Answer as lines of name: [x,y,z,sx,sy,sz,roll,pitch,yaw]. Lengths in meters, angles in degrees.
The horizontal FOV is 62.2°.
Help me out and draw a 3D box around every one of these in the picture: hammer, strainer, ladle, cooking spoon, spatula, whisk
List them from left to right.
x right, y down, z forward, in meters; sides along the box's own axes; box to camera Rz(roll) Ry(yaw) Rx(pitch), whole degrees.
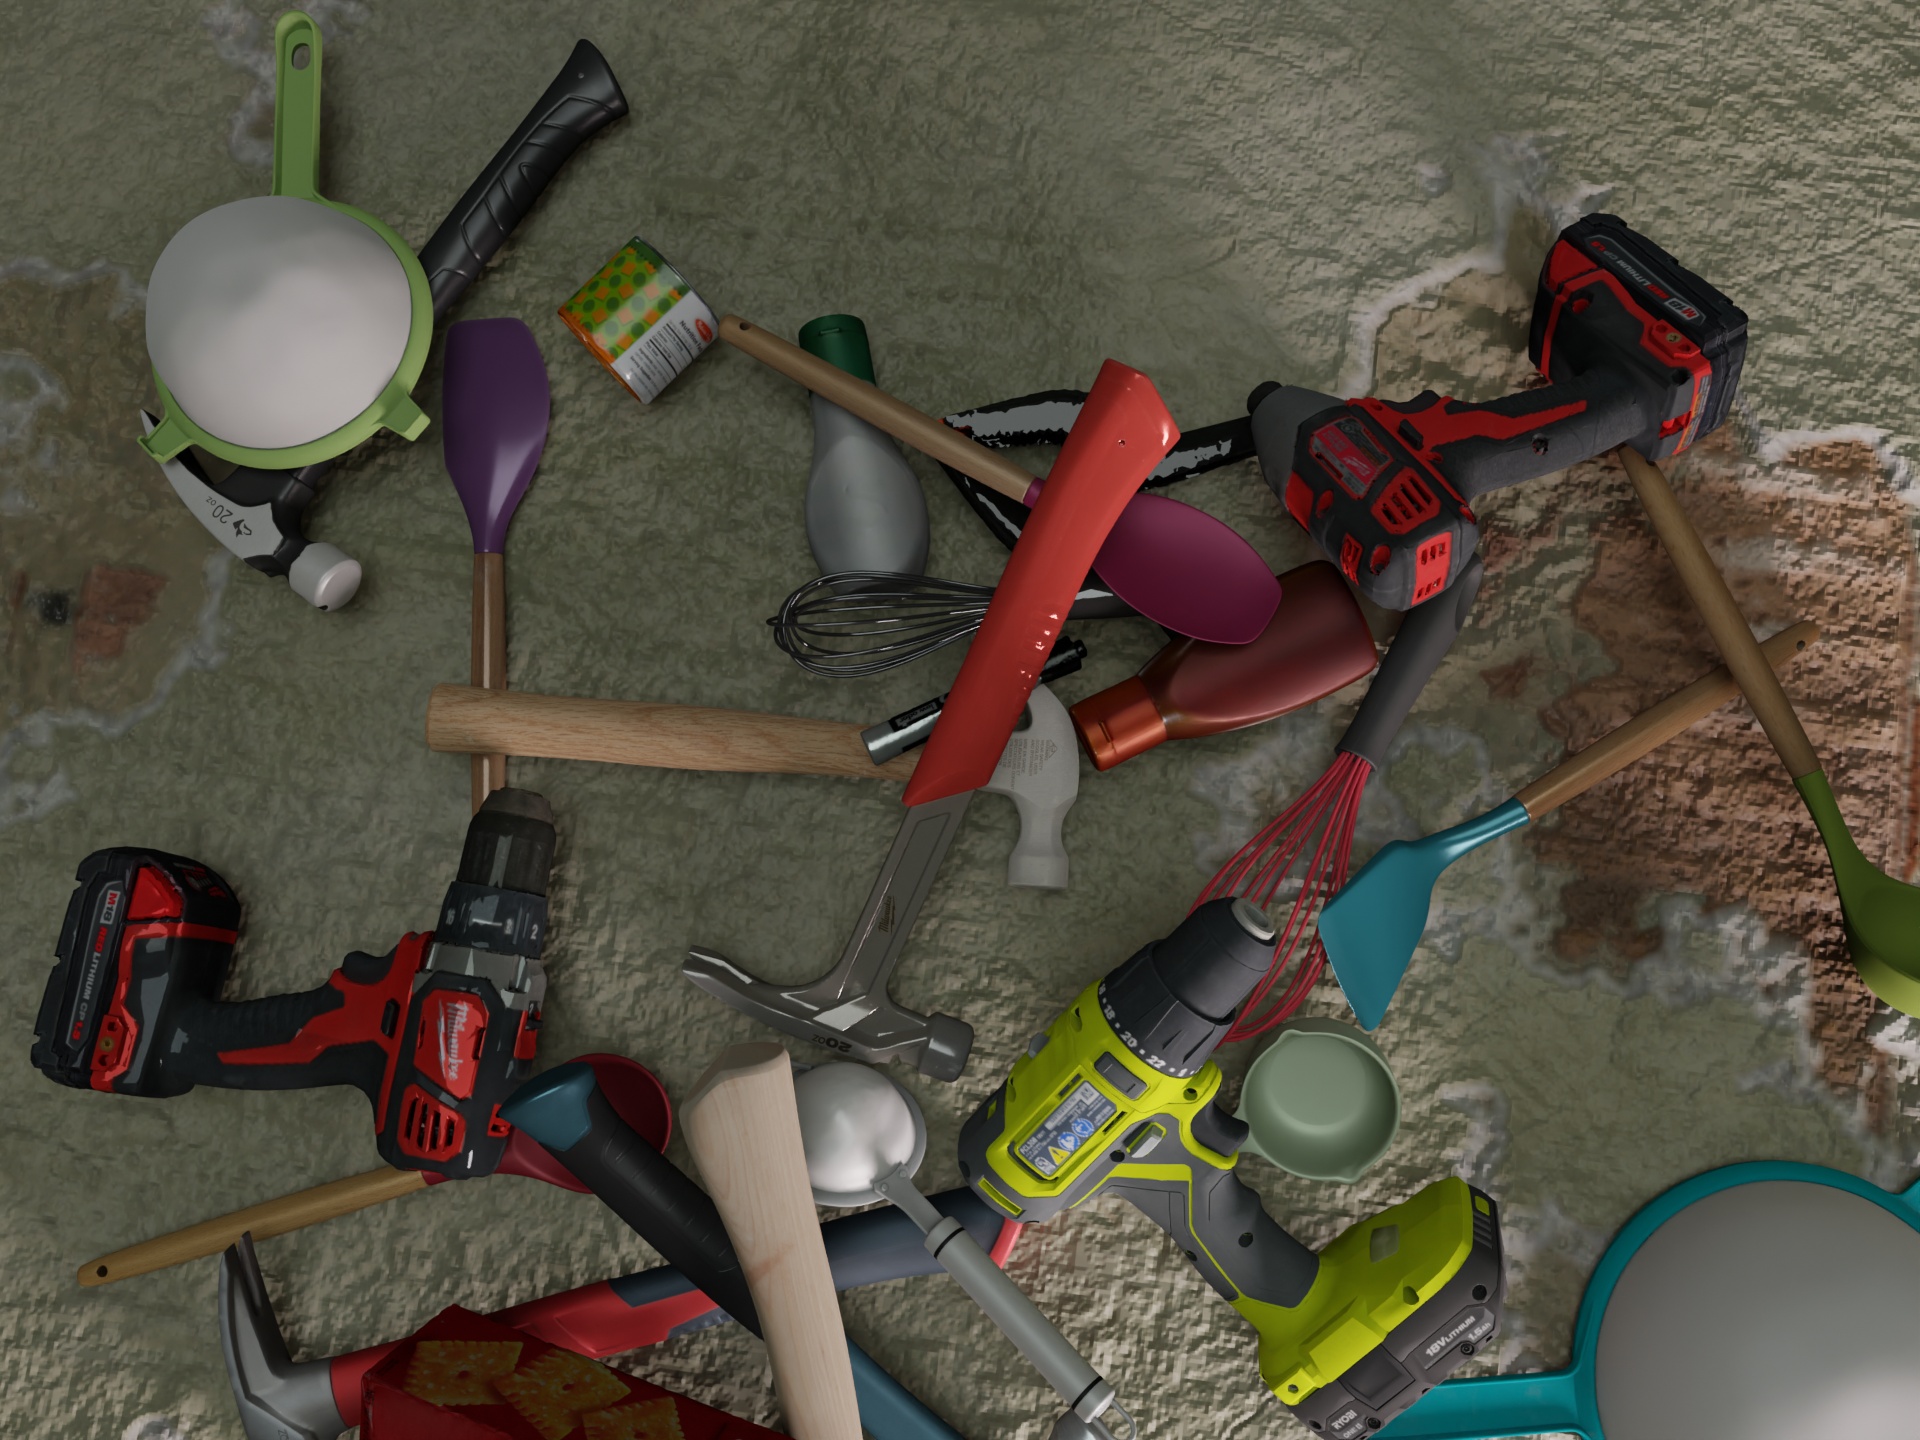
strainer: [-0.352,-0.259,0.809,0.151,0.069,0.256,-4,78,5]
ladle: [-0.294,0.236,0.802,0.315,0.031,0.069,-17,80,1]
hammer: [-0.292,-0.229,0.851,0.146,0.035,0.335,33,83,12]
spatula: [-0.247,-0.062,0.842,0.060,0.018,0.316,-2,82,4]
hammer: [-0.161,0.274,0.780,0.386,0.038,0.143,-15,93,-2]
hammer: [-0.104,0.009,0.814,0.331,0.031,0.130,5,82,-2]
hammer: [-0.081,0.279,0.747,0.128,0.033,0.331,-44,100,1]
hammer: [-0.051,0.341,0.720,0.146,0.038,0.410,-9,101,-1]
strainer: [-0.012,0.235,0.746,0.087,0.050,0.259,-27,58,-39]
hammer: [-0.001,-0.002,0.756,0.149,0.037,0.359,23,103,-6]
cooking spoon: [0.013,-0.127,0.792,0.319,0.017,0.069,30,65,11]
whisk: [0.023,-0.058,0.788,0.239,0.055,0.055,-7,83,-4]
whisk: [0.190,0.036,0.802,0.073,0.073,0.296,31,80,5]
spatula: [0.312,0.038,0.804,0.317,0.044,0.082,-31,117,-5]
strainer: [0.343,0.325,0.742,0.340,0.095,0.211,-4,83,-1]
ladle: [0.412,-0.002,0.779,0.078,0.062,0.320,-19,79,-31]

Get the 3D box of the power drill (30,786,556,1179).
power drill: [-0.313,0.114,0.783,0.226,0.080,0.188,9,79,5]

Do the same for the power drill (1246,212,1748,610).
power drill: [0.256,-0.155,0.786,0.219,0.078,0.143,-28,55,-8]

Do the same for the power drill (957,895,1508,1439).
power drill: [0.136,0.205,0.734,0.228,0.080,0.190,40,113,0]

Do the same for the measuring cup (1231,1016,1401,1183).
measuring cup: [0.137,0.201,0.797,0.167,0.038,0.083,-23,94,16]
